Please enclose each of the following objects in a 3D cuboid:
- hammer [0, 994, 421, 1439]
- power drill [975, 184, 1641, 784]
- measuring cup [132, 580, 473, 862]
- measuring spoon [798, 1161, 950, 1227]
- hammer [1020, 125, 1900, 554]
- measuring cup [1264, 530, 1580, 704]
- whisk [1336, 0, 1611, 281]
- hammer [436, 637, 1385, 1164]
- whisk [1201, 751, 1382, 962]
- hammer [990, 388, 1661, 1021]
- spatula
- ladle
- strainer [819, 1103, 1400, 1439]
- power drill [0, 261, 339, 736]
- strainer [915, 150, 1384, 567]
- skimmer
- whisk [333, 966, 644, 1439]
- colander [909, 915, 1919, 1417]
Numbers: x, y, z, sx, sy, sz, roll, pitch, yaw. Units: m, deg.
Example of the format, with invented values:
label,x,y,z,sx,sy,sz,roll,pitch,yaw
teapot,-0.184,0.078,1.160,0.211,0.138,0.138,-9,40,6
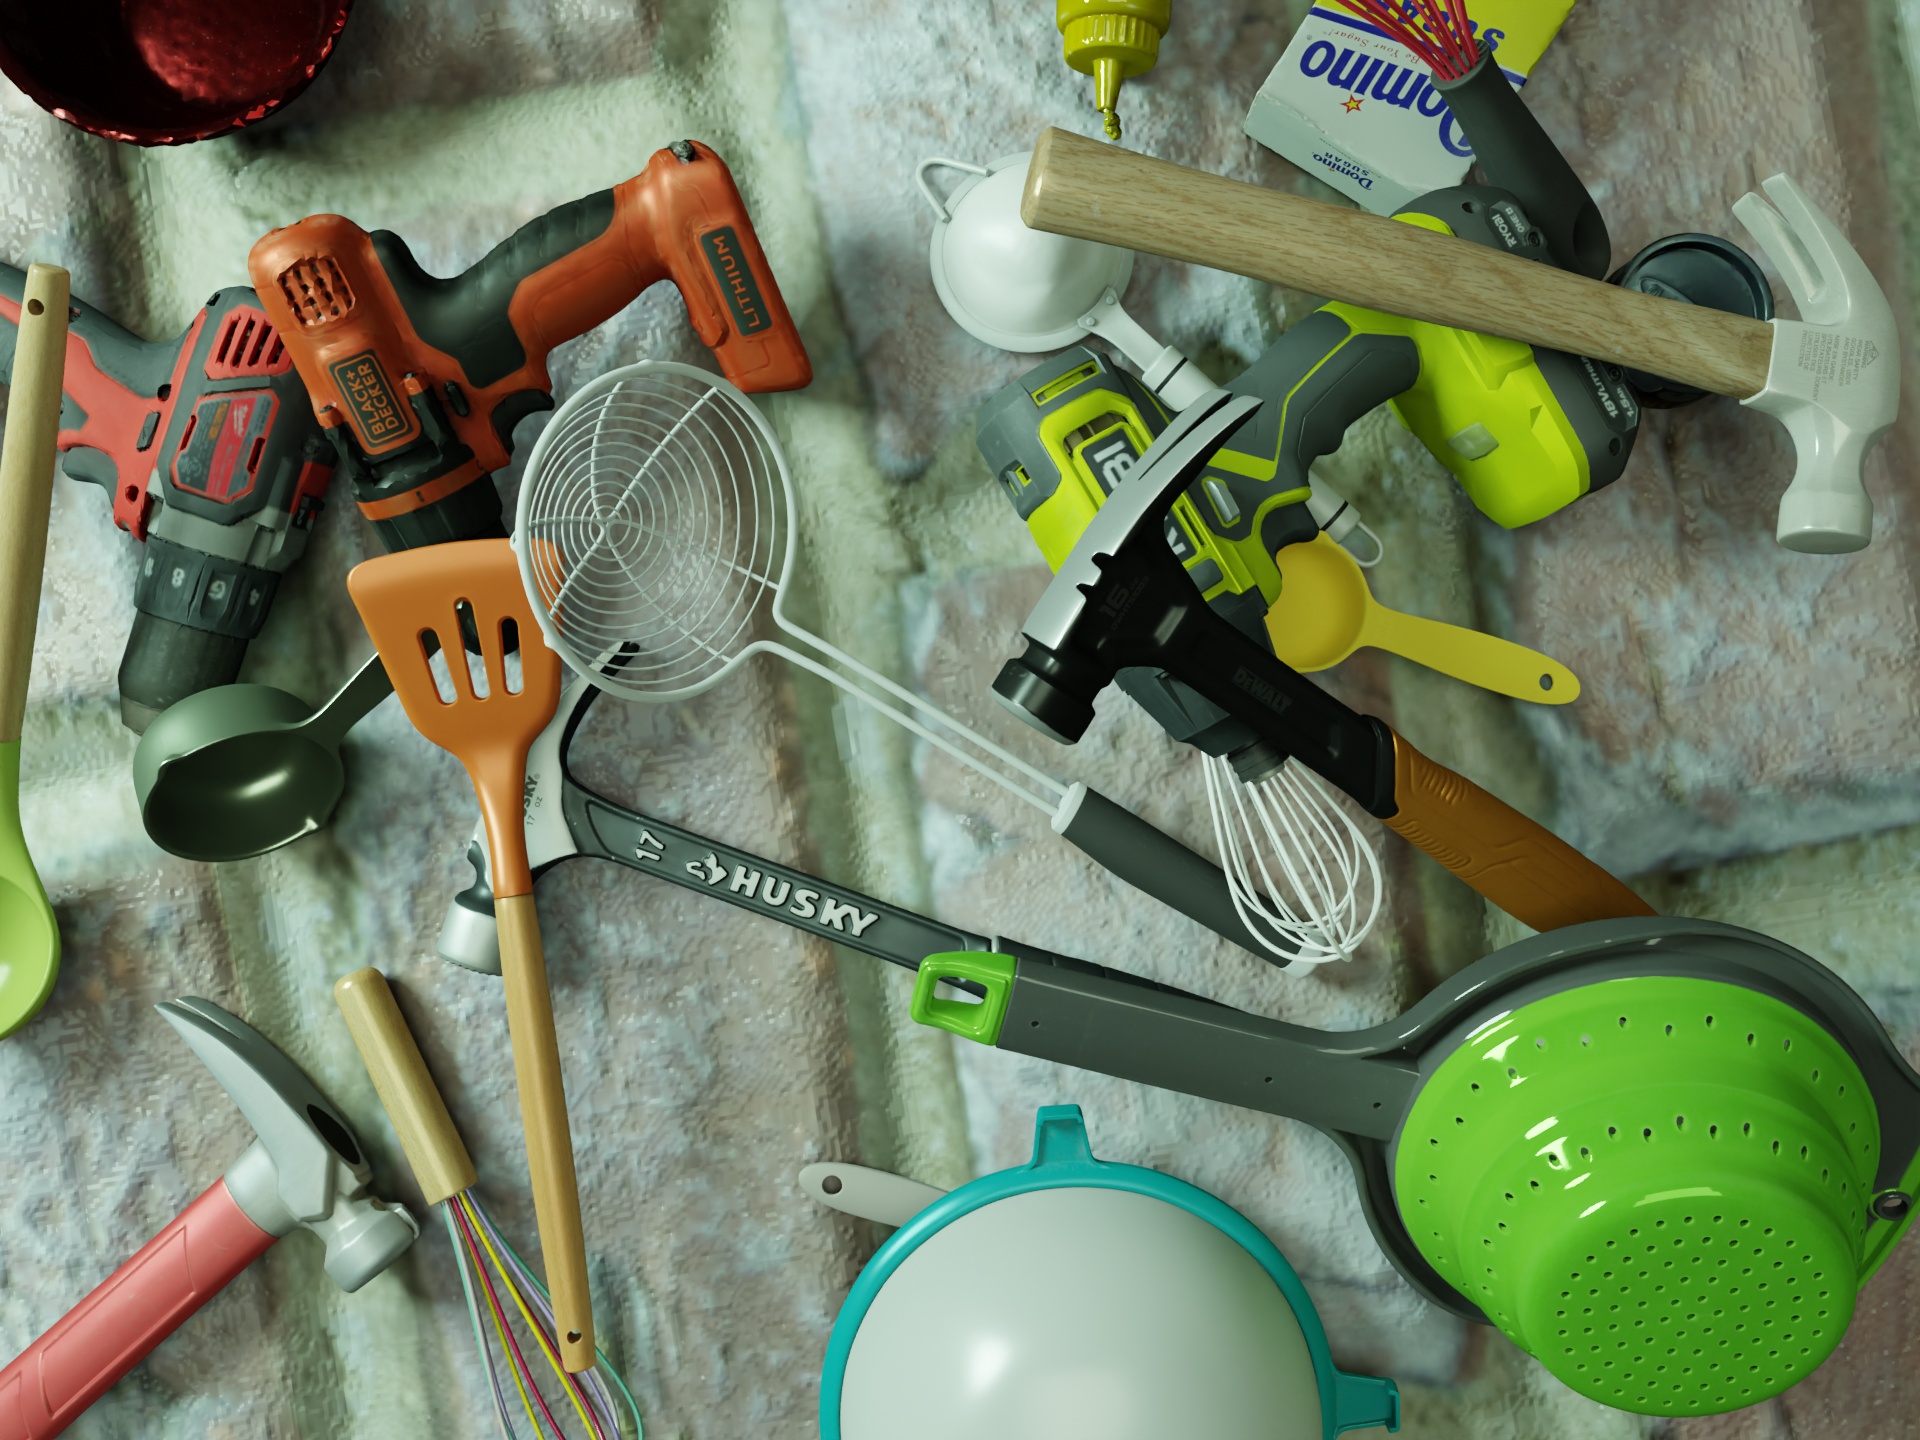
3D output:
label,x,y,z,sx,sy,sz,roll,pitch,yaw
hammer,-0.412,0.287,0.653,0.386,0.038,0.143,-42,87,-1
power drill,0.139,-0.094,0.612,0.223,0.080,0.171,-31,89,-14
measuring cup,-0.259,-0.011,0.639,0.167,0.083,0.038,-41,58,5
measuring spoon,-0.008,0.207,0.659,0.124,0.018,0.034,15,88,1
hammer,0.185,-0.159,0.574,0.331,0.031,0.130,12,82,-8
measuring cup,0.184,-0.033,0.666,0.156,0.029,0.062,17,84,-10
whisk,0.175,-0.255,0.582,0.295,0.073,0.073,36,89,-38
hammer,0.000,0.092,0.657,0.409,0.036,0.149,19,87,1
whisk,0.099,-0.015,0.643,0.058,0.059,0.246,-28,77,15
hammer,0.171,0.021,0.582,0.336,0.034,0.127,32,93,-26
spatula,-0.172,0.093,0.617,0.081,0.041,0.322,-9,88,-10
ladle,-0.370,-0.014,0.605,0.078,0.062,0.320,16,110,-7
strainer,0.005,0.332,0.610,0.211,0.095,0.340,42,92,-4
power drill,-0.376,-0.106,0.649,0.226,0.080,0.188,18,91,-2
strainer,0.080,-0.153,0.662,0.258,0.050,0.087,41,91,-1
skimmer,-0.001,-0.002,0.614,0.363,0.090,0.127,32,71,-5
whisk,-0.195,0.212,0.651,0.051,0.047,0.245,-26,84,-14
colander,0.172,0.162,0.579,0.397,0.095,0.204,13,116,0
